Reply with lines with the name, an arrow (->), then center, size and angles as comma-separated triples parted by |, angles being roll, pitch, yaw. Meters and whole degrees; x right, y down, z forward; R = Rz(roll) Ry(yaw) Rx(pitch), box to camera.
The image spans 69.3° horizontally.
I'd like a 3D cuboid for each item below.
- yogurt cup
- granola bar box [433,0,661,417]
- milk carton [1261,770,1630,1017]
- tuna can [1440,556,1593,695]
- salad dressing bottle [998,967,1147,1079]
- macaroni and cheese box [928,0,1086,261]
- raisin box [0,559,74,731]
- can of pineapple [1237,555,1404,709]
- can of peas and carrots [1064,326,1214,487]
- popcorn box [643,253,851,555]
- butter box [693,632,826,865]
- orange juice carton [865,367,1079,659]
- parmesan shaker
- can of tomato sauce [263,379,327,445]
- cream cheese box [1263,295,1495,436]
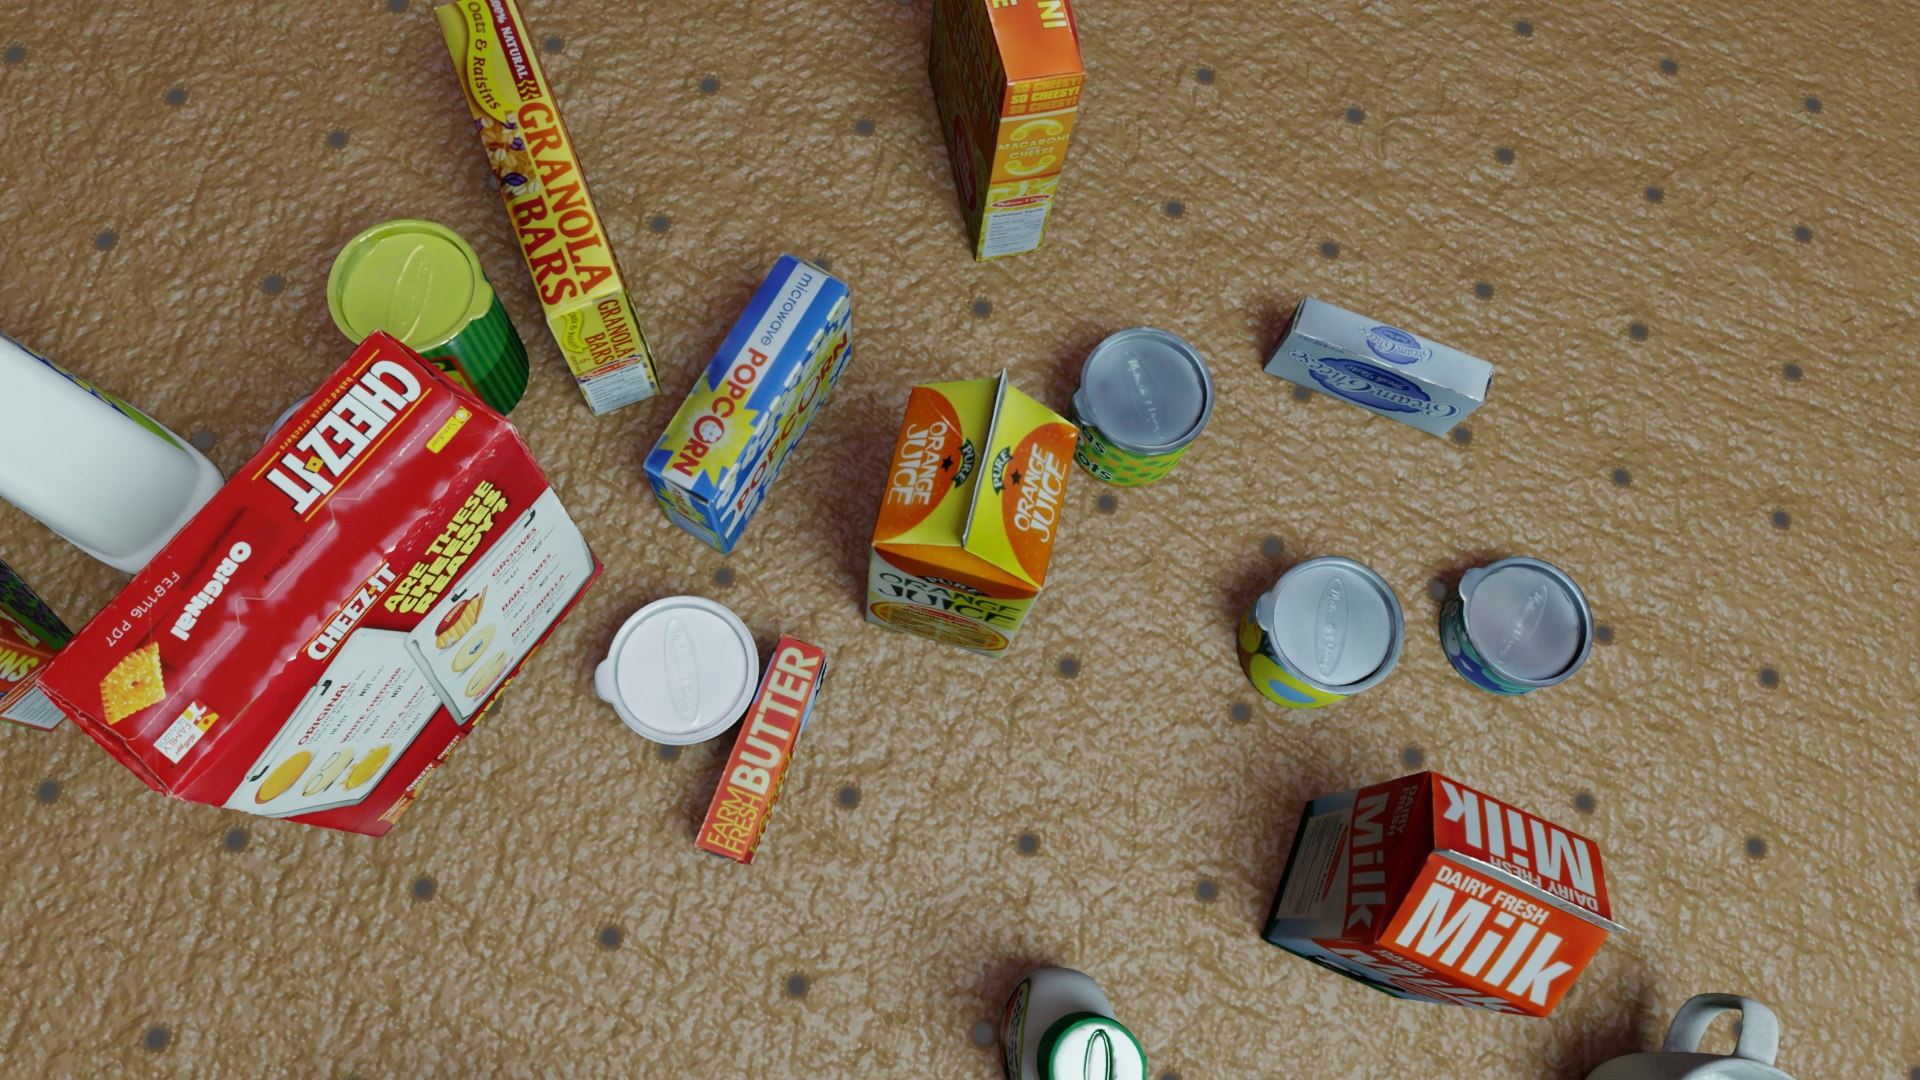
yogurt cup -> -0.127, 0.064, 0.646 | 0.072, 0.053, 0.072 | 1, 74, -4
granola bar box -> -0.195, -0.158, 0.669 | 0.039, 0.124, 0.166 | -21, 77, -10
milk carton -> 0.196, 0.147, 0.578 | 0.072, 0.190, 0.073 | 23, 74, 2
tuna can -> 0.276, 0.042, 0.697 | 0.071, 0.032, 0.071 | 1, 74, -4
salad dressing bottle -> 0.044, 0.209, 0.569 | 0.044, 0.147, 0.064 | 6, 74, -3
macaroni and cheese box -> 0.019, -0.233, 0.687 | 0.040, 0.166, 0.124 | -11, 75, -8
raisin box -> -0.437, 0.033, 0.594 | 0.086, 0.123, 0.040 | 44, 76, 8
can of pineapple -> 0.172, 0.045, 0.674 | 0.071, 0.057, 0.071 | 1, 74, -4
can of peas and carrots -> 0.086, -0.065, 0.699 | 0.071, 0.058, 0.071 | 1, 74, -4
popcorn box -> -0.099, -0.064, 0.670 | 0.038, 0.085, 0.127 | 29, 74, 4
butter box -> -0.090, 0.098, 0.640 | 0.024, 0.053, 0.104 | 20, 73, 1
orange juice carton -> 0.002, -0.008, 0.606 | 0.073, 0.192, 0.072 | 15, 74, 0
parmesan shaker -> -0.245, -0.098, 0.658 | 0.071, 0.102, 0.071 | 1, 74, -4
can of tomato sauce -> -0.275, -0.028, 0.646 | 0.071, 0.083, 0.071 | 1, 74, -4
cream cheese box -> 0.215, -0.089, 0.720 | 0.104, 0.053, 0.024 | 20, 74, 1
